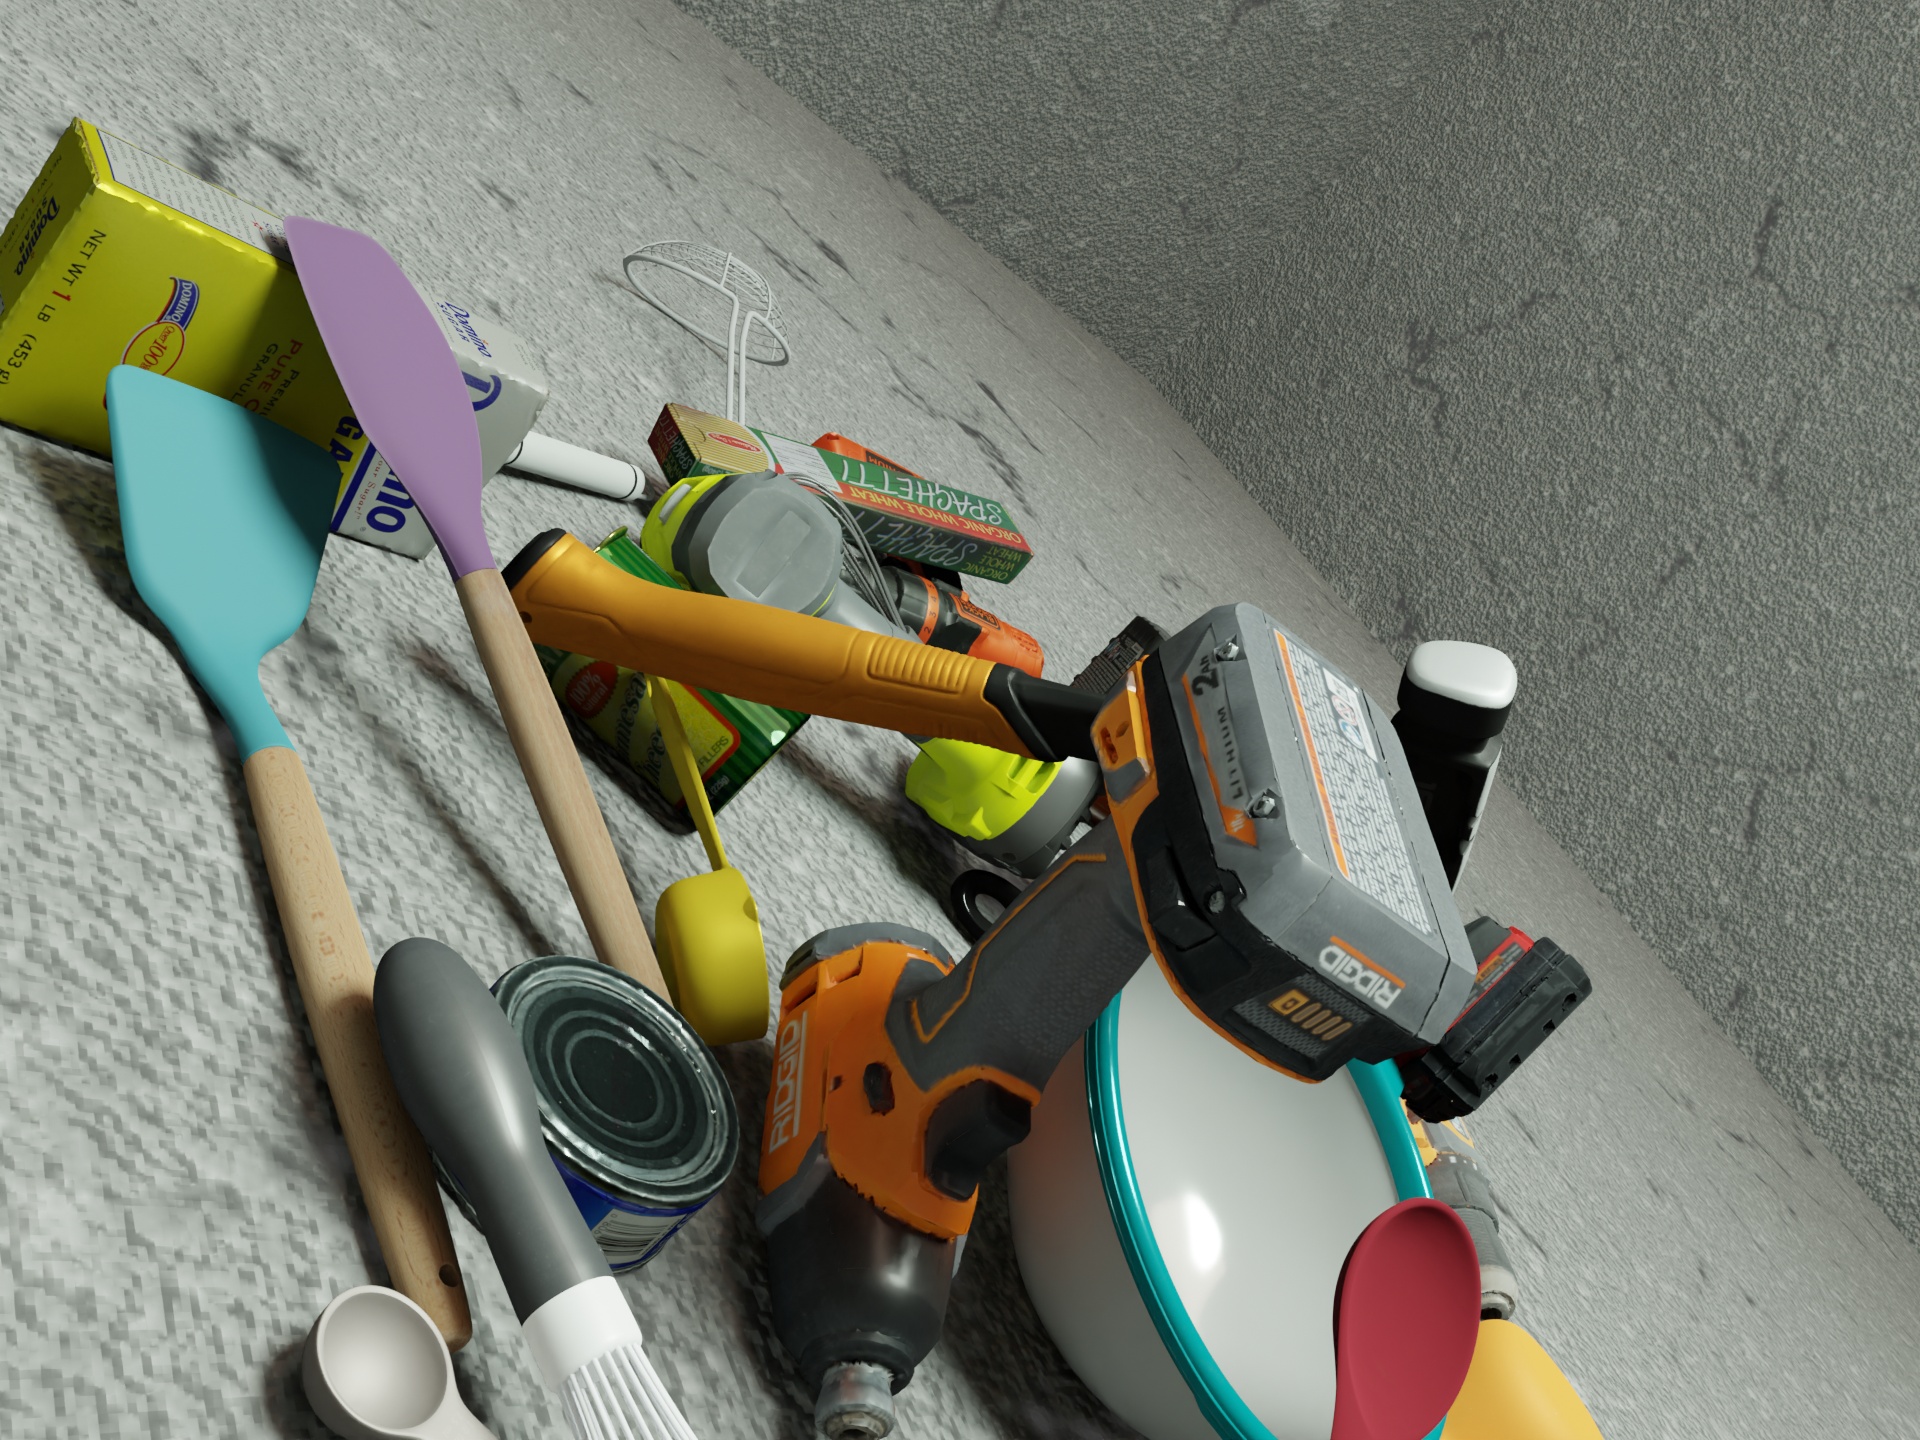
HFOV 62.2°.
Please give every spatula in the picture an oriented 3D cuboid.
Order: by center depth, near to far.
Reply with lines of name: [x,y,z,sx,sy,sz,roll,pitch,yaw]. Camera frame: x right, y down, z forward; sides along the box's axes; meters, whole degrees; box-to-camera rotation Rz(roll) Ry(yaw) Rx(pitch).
spatula: [-0.182,0.023,0.444,0.082,0.044,0.318,24,28,-53]
spatula: [-0.145,-0.023,0.512,0.059,0.018,0.316,-6,71,-63]

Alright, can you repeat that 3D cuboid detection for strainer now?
strainer: [0.075,0.218,0.525,0.210,0.095,0.341,40,39,-30]
strainer: [-0.213,-0.130,0.722,0.087,0.050,0.258,66,20,13]

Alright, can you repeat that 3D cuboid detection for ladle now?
ladle: [0.087,0.242,0.415,0.069,0.031,0.315,61,37,-12]

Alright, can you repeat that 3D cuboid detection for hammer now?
hammer: [-0.001,-0.002,0.530,0.337,0.127,0.034,14,38,13]

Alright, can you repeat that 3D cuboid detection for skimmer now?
skimmer: [-0.157,-0.191,0.988,0.127,0.090,0.364,32,32,-32]

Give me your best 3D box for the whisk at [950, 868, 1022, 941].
whisk: [0.108,0.171,0.722,0.296,0.073,0.073,41,18,8]

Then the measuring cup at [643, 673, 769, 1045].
measuring cup: [-0.099,0.040,0.545,0.029,0.062,0.157,-11,56,-21]

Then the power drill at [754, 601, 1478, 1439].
power drill: [0.025,0.090,0.443,0.084,0.226,0.164,34,32,-25]

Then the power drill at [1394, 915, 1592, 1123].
power drill: [0.164,0.074,0.722,0.220,0.078,0.143,45,-7,17]

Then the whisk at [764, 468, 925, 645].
whisk: [-0.033,-0.041,0.856,0.238,0.055,0.055,50,14,-27]

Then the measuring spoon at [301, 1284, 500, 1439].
measuring spoon: [-0.099,0.175,0.344,0.124,0.018,0.034,50,15,-3]

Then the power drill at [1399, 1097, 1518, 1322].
power drill: [0.193,0.196,0.817,0.226,0.084,0.186,41,20,-25]

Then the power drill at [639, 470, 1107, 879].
power drill: [-0.050,-0.031,0.740,0.228,0.080,0.191,39,-8,-21]

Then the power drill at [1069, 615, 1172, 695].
power drill: [0.163,0.048,0.908,0.223,0.080,0.171,43,6,-9]

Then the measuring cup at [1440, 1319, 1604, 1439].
measuring cup: [0.227,0.299,0.658,0.095,0.052,0.173,57,12,25]

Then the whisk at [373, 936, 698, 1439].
whisk: [-0.067,0.161,0.341,0.070,0.070,0.285,15,34,-56]
